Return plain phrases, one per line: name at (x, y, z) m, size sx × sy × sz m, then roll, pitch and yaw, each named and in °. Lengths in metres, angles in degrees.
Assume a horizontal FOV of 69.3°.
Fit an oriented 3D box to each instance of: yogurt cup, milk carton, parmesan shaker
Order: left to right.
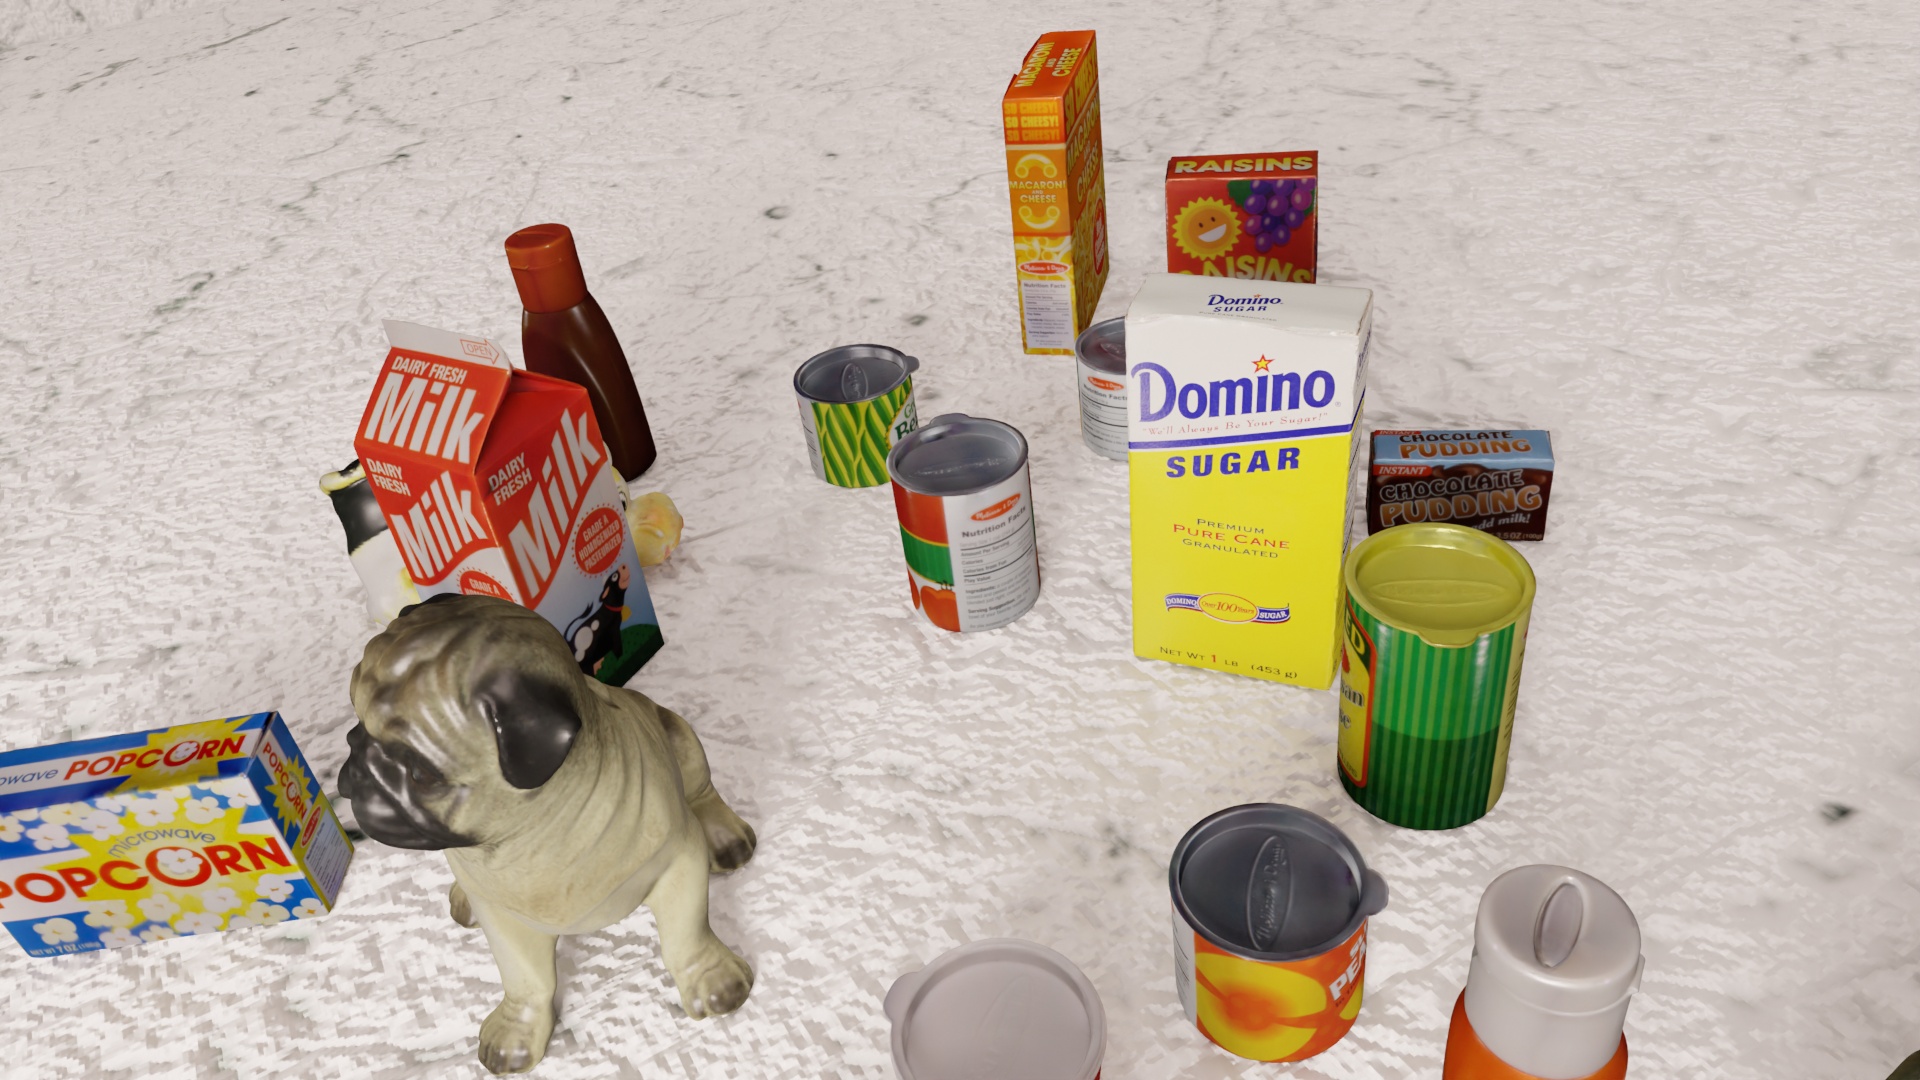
milk carton at (-0.202, -0.011, 0.621) m, size 0.072 × 0.189 × 0.074 m, roll 12°, pitch 41°, yaw 26°
yogurt cup at (0.014, 0.171, 0.446) m, size 0.072 × 0.053 × 0.073 m, roll -5°, pitch 36°, yaw 4°
parmesan shaker at (0.179, 0.055, 0.532) m, size 0.071 × 0.102 × 0.072 m, roll -5°, pitch 36°, yaw 4°

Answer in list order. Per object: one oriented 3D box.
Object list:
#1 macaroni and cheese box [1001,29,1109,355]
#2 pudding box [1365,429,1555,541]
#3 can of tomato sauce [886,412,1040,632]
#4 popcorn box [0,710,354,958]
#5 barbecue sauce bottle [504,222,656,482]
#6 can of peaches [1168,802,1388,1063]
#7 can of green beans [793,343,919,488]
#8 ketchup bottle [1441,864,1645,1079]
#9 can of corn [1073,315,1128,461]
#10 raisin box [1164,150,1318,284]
macaroni and cheese box at (0.062, -0.219, 0.876) m, size 0.040 × 0.165 × 0.124 m, roll 3°, pitch 37°, yaw 15°
pudding box at (0.243, -0.028, 0.678) m, size 0.084 × 0.049 × 0.030 m, roll 1°, pitch 37°, yaw 13°
can of tomato sauce at (0.002, -0.008, 0.670) m, size 0.071 × 0.082 × 0.071 m, roll -5°, pitch 36°, yaw 4°
popcorn box at (-0.325, 0.119, 0.556) m, size 0.127 × 0.084 × 0.038 m, roll -9°, pitch 36°, yaw -1°
barbecue sauce bottle at (-0.219, -0.104, 0.788) m, size 0.065 × 0.147 × 0.044 m, roll 11°, pitch 40°, yaw 25°
can of peaches at (0.108, 0.134, 0.475) m, size 0.071 × 0.057 × 0.071 m, roll -5°, pitch 36°, yaw 4°
can of green beans at (-0.057, -0.071, 0.788) m, size 0.071 × 0.057 × 0.071 m, roll -5°, pitch 36°, yaw 4°
ketchup bottle at (0.151, 0.149, 0.370) m, size 0.043 × 0.148 × 0.065 m, roll 13°, pitch 41°, yaw 27°
can of corn at (0.100, -0.086, 0.779) m, size 0.071 × 0.058 × 0.071 m, roll -5°, pitch 36°, yaw 4°
raisin box at (0.165, -0.163, 0.815) m, size 0.086 × 0.122 × 0.040 m, roll 2°, pitch 37°, yaw 14°
